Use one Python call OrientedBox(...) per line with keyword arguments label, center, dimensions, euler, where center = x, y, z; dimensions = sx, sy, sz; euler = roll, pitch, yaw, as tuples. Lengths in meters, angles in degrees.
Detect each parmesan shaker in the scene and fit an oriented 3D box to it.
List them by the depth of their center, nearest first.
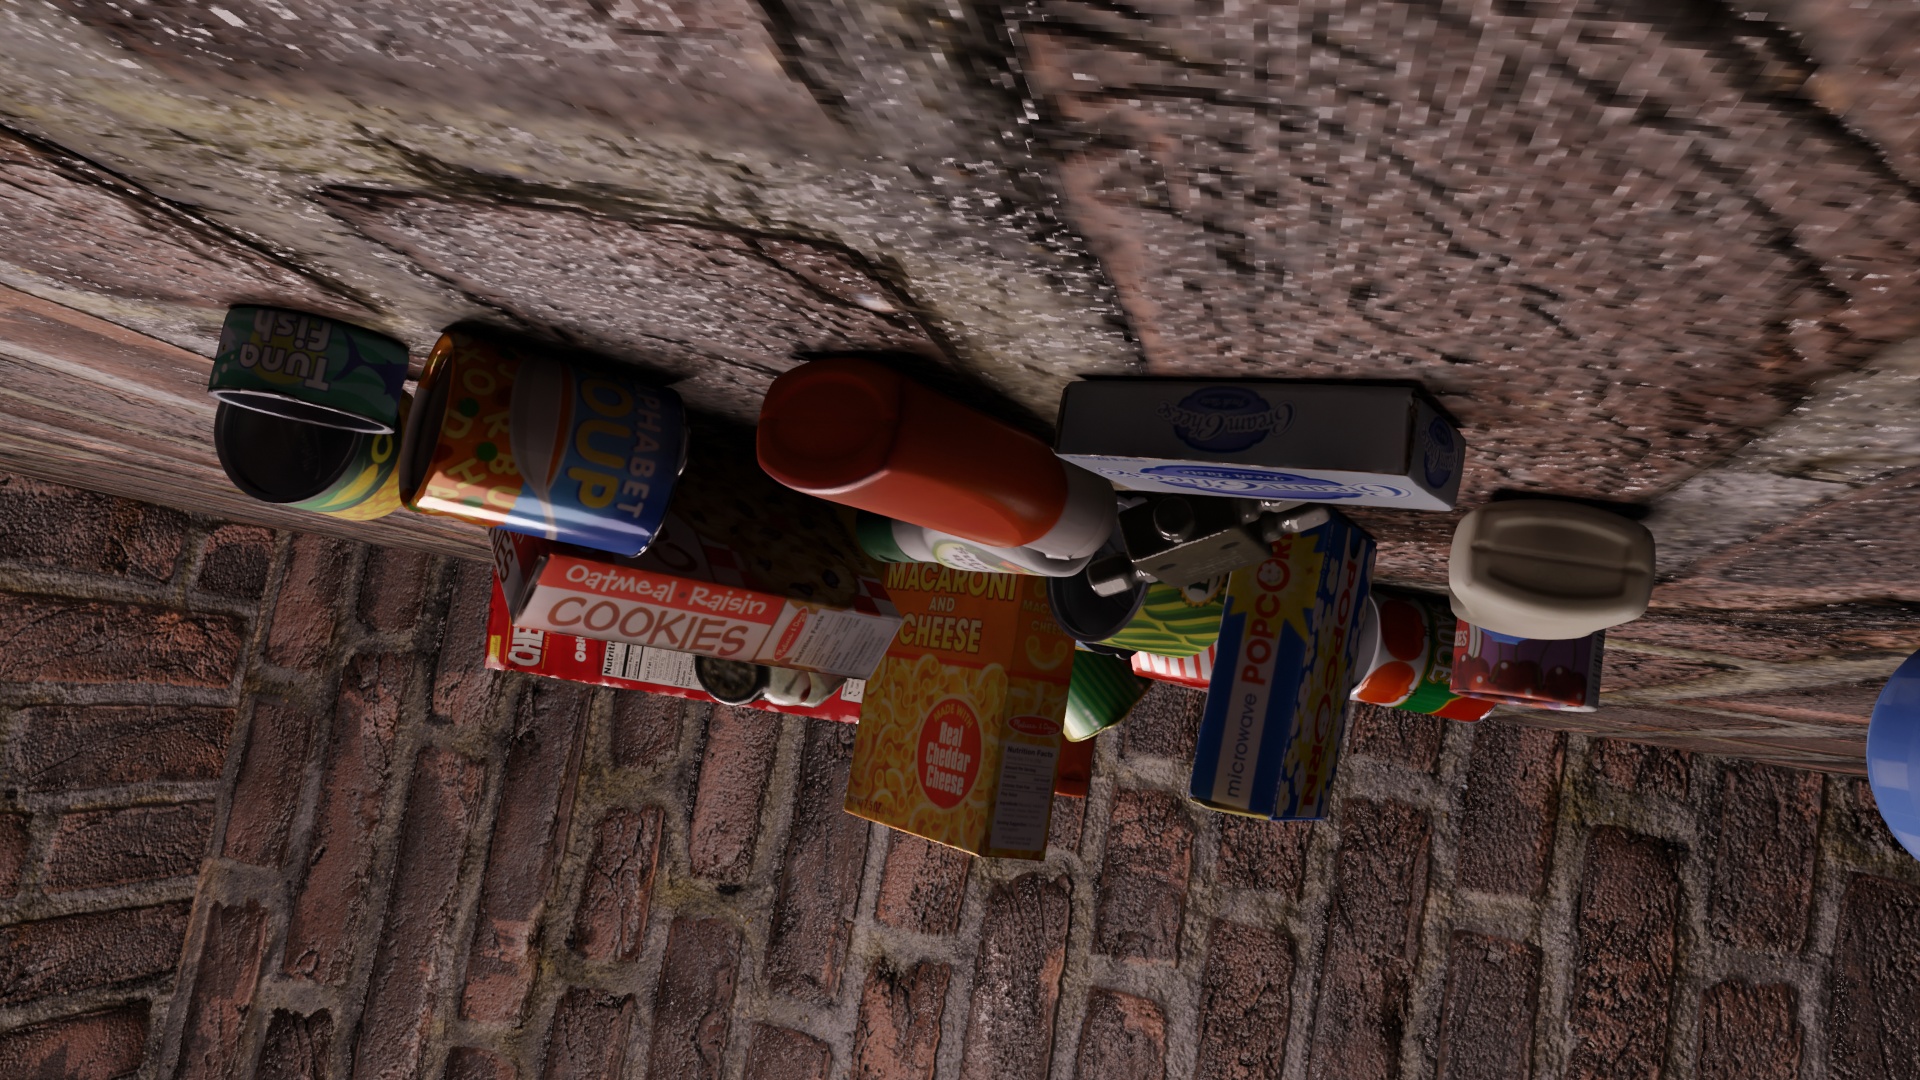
OrientedBox(label="parmesan shaker", center=(0.057, 0.057, 0.808), dimensions=(0.103, 0.071, 0.071), euler=(51, 165, -8))

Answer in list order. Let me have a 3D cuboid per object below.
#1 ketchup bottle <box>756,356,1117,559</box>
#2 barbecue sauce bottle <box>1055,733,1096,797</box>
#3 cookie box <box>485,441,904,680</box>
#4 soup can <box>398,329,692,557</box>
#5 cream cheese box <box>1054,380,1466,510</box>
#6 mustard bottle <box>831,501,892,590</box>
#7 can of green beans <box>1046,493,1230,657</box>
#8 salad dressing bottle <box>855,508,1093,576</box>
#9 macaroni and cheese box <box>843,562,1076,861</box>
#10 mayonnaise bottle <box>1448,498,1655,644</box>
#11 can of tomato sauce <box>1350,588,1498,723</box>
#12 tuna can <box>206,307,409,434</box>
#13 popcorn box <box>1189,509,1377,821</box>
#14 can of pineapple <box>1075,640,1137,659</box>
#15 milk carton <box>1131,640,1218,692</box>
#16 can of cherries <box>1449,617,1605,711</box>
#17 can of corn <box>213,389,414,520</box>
OrientedBox(label="ketchup bottle", center=(0.002, -0.023, 0.478), dimensions=(0.064, 0.043, 0.149), euler=(5, 173, 37))
OrientedBox(label="barbecue sauce bottle", center=(0.073, 0.084, 0.872), dimensions=(0.065, 0.148, 0.043), euler=(13, 173, -25))
OrientedBox(label="cookie box", center=(-0.122, -0.002, 0.612), dimensions=(0.167, 0.040, 0.123), euler=(14, -153, -36))
OrientedBox(label="soup can", center=(-0.150, -0.035, 0.501), dimensions=(0.084, 0.071, 0.071), euler=(14, 172, -32))
OrientedBox(label="cream cheese box", center=(0.085, -0.027, 0.397), dimensions=(0.104, 0.024, 0.053), euler=(6, 174, 34))
OrientedBox(label="mustard bottle", center=(-0.036, 0.011, 0.773), dimensions=(0.049, 0.065, 0.160), euler=(8, 180, 38))
OrientedBox(label="can of green beans", center=(0.081, 0.017, 0.618), dimensions=(0.058, 0.071, 0.071), euler=(13, 173, -37))
OrientedBox(label="salad dressing bottle", center=(0.002, -0.008, 0.617), dimensions=(0.064, 0.044, 0.147), euler=(14, 173, -30))
OrientedBox(label="macaroni and cheese box", center=(0.002, 0.062, 0.682), dimensions=(0.040, 0.166, 0.123), euler=(14, 173, -35))
OrientedBox(label="mayonnaise bottle", center=(0.215, 0.016, 0.526), dimensions=(0.065, 0.041, 0.148), euler=(9, 175, 16))
OrientedBox(label="can of tomato sauce", center=(0.261, 0.065, 0.796), dimensions=(0.083, 0.071, 0.071), euler=(12, 173, -13))
OrientedBox(label="tuna can", center=(-0.247, -0.064, 0.528), dimensions=(0.071, 0.033, 0.071), euler=(9, 174, 1))
OrientedBox(label="popcorn box", center=(0.138, 0.053, 0.586), dimensions=(0.038, 0.126, 0.085), euler=(9, 174, 31))
OrientedBox(label="can of pineapple", center=(0.059, 0.025, 0.714), dimensions=(0.071, 0.071, 0.058), euler=(14, 173, -35))
OrientedBox(label="milk carton", center=(0.159, 0.053, 0.802), dimensions=(0.072, 0.073, 0.190), euler=(5, 172, 31))
OrientedBox(label="can of cherries", center=(0.265, 0.047, 0.656), dimensions=(0.071, 0.058, 0.071), euler=(9, 174, 1))
OrientedBox(label="can of corn", center=(-0.269, -0.045, 0.596), dimensions=(0.071, 0.071, 0.058), euler=(8, 174, 8))
